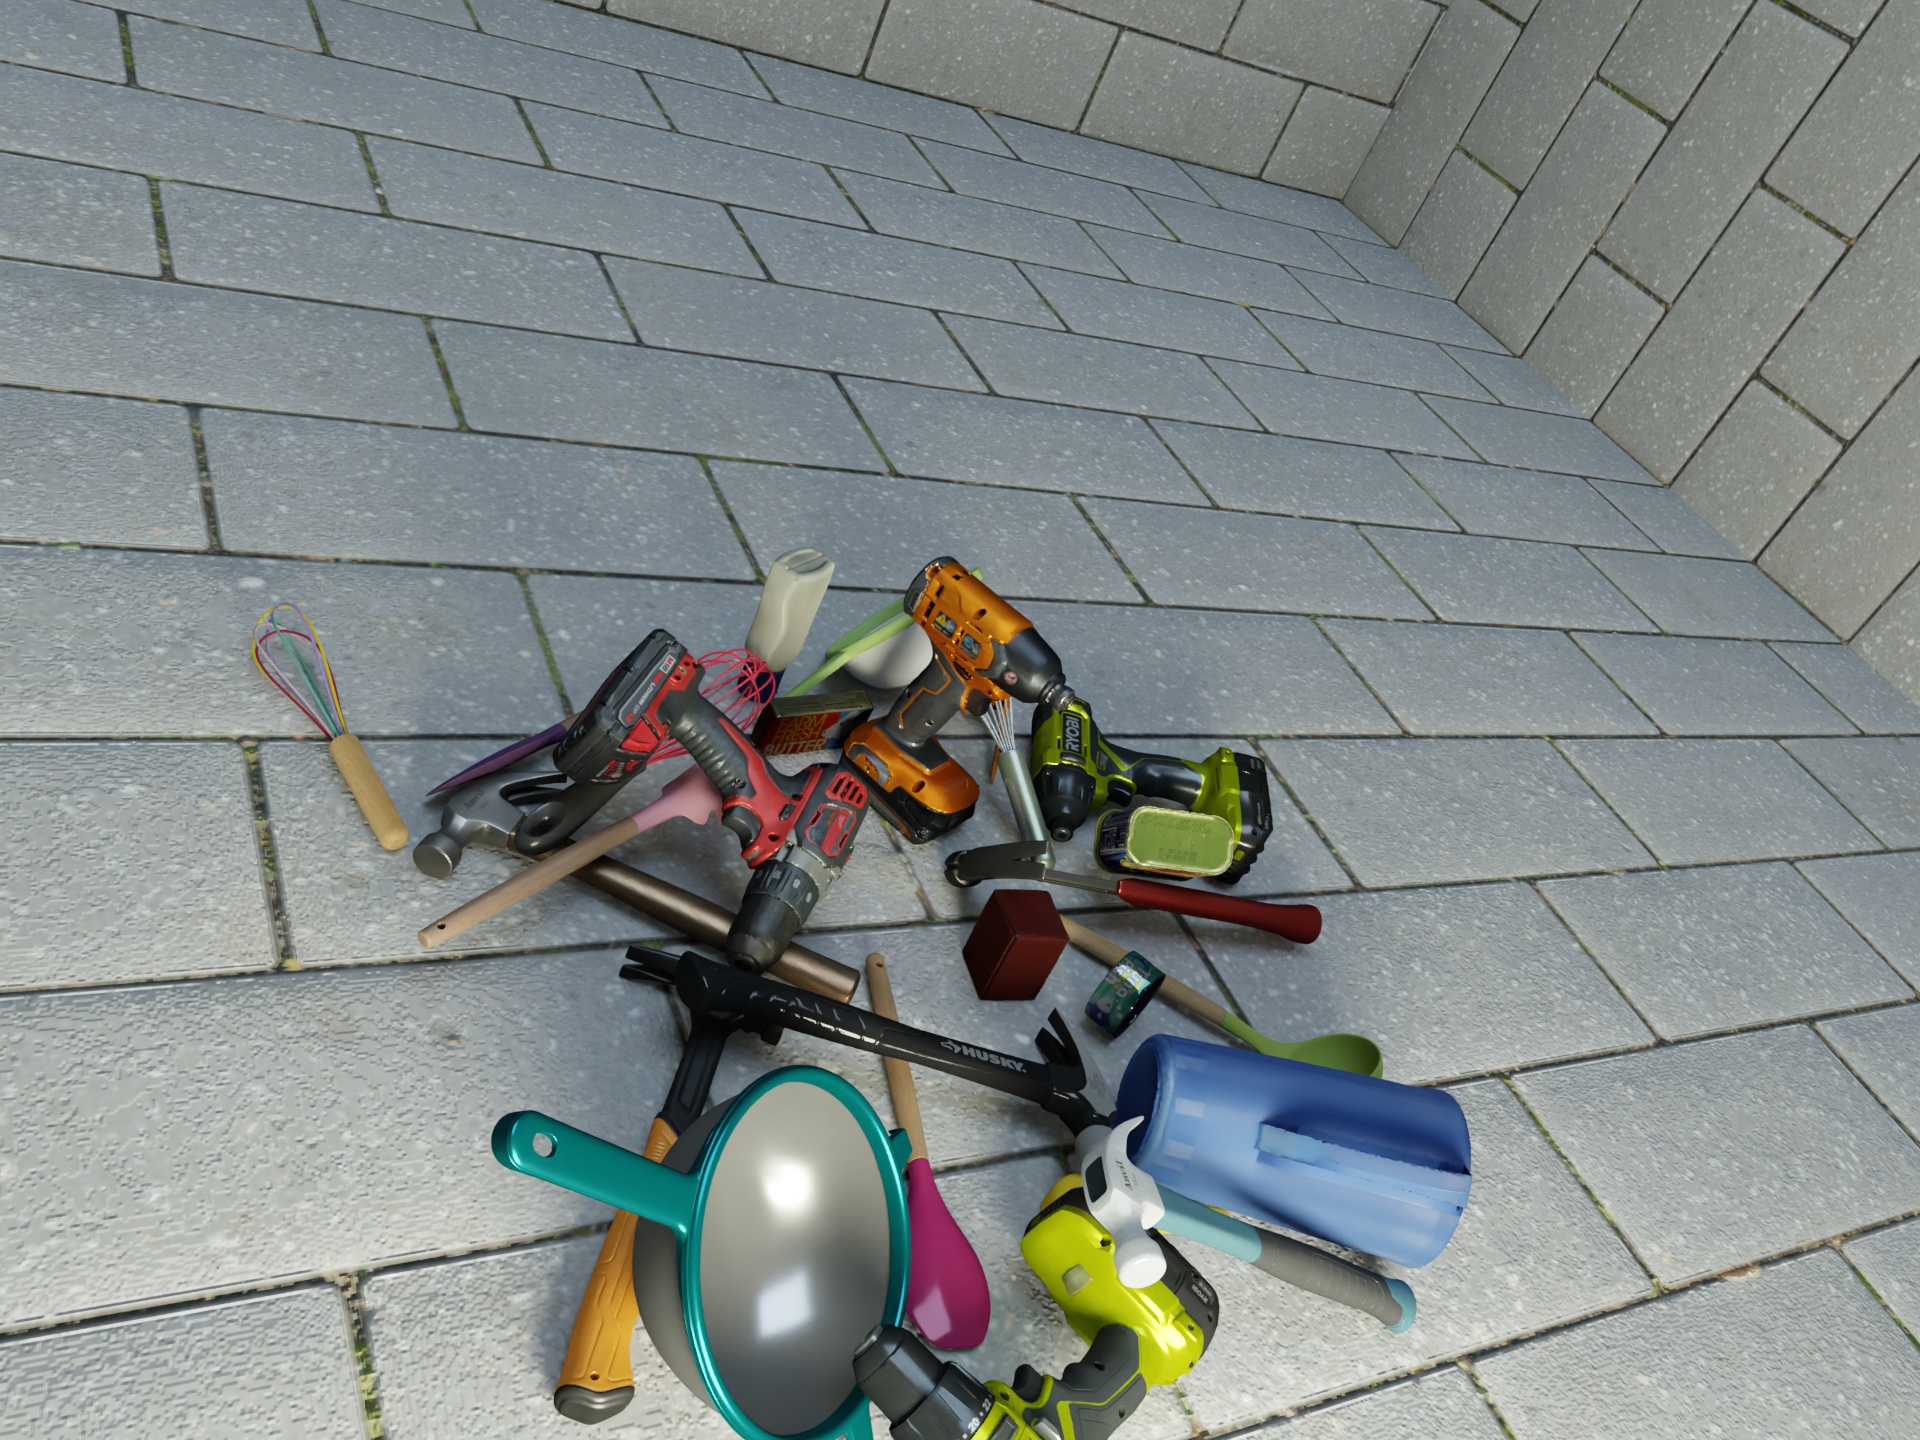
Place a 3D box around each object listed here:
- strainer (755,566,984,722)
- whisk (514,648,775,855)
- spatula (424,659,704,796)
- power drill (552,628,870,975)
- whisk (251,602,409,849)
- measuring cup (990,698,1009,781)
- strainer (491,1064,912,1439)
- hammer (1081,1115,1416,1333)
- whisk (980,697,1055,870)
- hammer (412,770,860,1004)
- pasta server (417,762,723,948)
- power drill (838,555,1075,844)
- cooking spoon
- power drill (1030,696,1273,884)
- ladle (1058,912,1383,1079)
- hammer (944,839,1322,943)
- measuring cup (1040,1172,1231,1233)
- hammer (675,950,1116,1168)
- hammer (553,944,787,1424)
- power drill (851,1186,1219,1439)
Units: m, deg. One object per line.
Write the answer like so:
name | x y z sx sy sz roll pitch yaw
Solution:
strainer | -0.082 -0.046 1.475 0.256 0.151 0.069 -40 103 -34
whisk | -0.242 0.021 1.246 0.073 0.073 0.296 34 42 11
spatula | -0.308 0.000 1.301 0.316 0.060 0.018 -34 97 -56
power drill | -0.184 0.063 1.172 0.226 0.080 0.188 39 46 -15
whisk | -0.474 0.004 1.194 0.047 0.051 0.245 -26 62 -25
measuring cup | 0.019 -0.019 1.521 0.052 0.095 0.174 5 58 6
strainer | -0.156 0.281 0.886 0.340 0.095 0.211 42 46 -45
hammer | 0.204 0.359 1.078 0.330 0.033 0.128 31 22 -32
whisk | 0.041 0.024 1.438 0.059 0.057 0.246 -5 66 -28
hammer | -0.228 0.131 1.191 0.331 0.031 0.130 26 35 -2
pasta server | -0.263 0.094 1.168 0.060 0.040 0.316 40 41 17
power drill | -0.002 -0.004 1.339 0.164 0.226 0.084 40 37 19
cooking spoon | -0.035 0.290 1.121 0.068 0.017 0.319 10 38 -24
power drill | 0.173 0.071 1.494 0.223 0.080 0.171 16 40 -10
ladle | 0.200 0.227 1.326 0.320 0.062 0.078 29 34 8
hammer | 0.173 0.150 1.365 0.358 0.149 0.037 13 77 -28
measuring cup | 0.132 0.351 1.139 0.156 0.029 0.062 6 40 -23
hammer | -0.043 0.225 1.136 0.334 0.035 0.146 21 23 -18
hammer | -0.198 0.282 1.012 0.127 0.034 0.337 22 35 -8
power drill | 0.051 0.393 0.971 0.190 0.080 0.228 45 36 6
